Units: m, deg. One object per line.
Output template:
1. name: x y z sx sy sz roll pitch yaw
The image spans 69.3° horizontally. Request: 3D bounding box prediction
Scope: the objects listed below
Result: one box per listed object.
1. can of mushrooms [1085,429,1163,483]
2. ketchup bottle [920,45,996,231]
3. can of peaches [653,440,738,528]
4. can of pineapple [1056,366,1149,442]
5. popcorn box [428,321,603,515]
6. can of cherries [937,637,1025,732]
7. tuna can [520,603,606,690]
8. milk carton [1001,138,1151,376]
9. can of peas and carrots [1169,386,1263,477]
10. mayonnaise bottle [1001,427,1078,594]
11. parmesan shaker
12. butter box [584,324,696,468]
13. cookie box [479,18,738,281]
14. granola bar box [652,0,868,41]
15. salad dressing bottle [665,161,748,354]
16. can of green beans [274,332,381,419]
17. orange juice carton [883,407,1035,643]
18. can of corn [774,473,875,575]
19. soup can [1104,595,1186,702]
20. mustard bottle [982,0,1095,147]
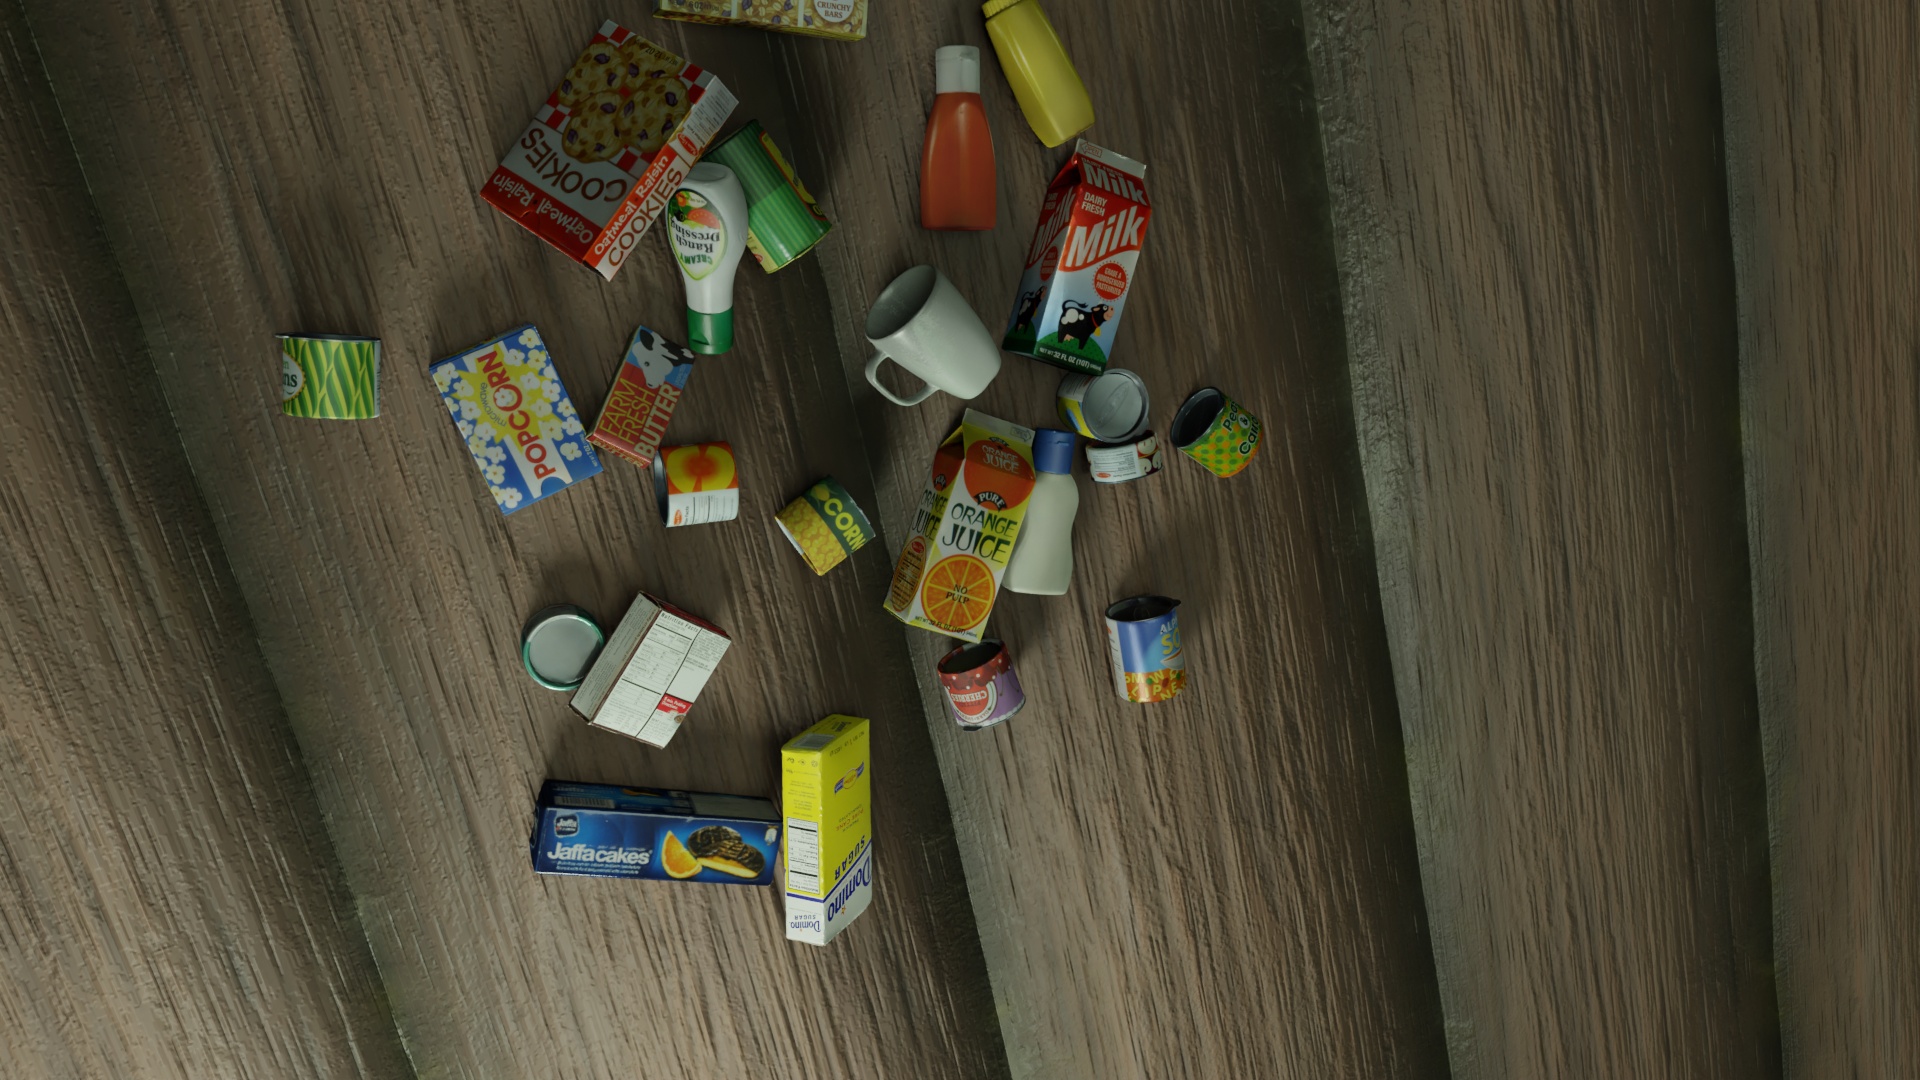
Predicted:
1. can of mushrooms: 0.149 -0.077 1.262 0.071 0.071 0.033 -18 106 -17
2. ketchup bottle: -0.002 -0.336 1.165 0.065 0.043 0.148 -4 102 -21
3. can of peaches: -0.215 -0.048 1.126 0.058 0.071 0.071 -7 103 -19
4. can of pineapple: 0.128 -0.122 1.247 0.071 0.058 0.071 -4 102 -20
5. popcorn box: -0.345 -0.096 1.081 0.085 0.038 0.126 -27 108 -16
6. can of cherries: 0.018 0.129 1.246 0.072 0.071 0.058 -25 108 -15
7. tuna can: -0.321 0.089 1.128 0.071 0.033 0.071 -4 101 -20
8. milk carton: 0.105 -0.245 1.207 0.072 0.073 0.190 15 94 -23
9. can of peas and carrots: 0.239 -0.101 1.288 0.058 0.071 0.071 32 88 -24
10. mayonnaise bottle: 0.076 -0.027 1.256 0.065 0.041 0.148 5 97 -23
11. parmesan shaker: -0.157 -0.273 1.101 0.071 0.071 0.103 -40 111 -10
12. butter box: -0.253 -0.114 1.100 0.053 0.024 0.104 27 66 -24
13. cookie box: -0.263 -0.292 1.033 0.167 0.123 0.040 -55 155 -3
14. granola bar box: -0.153 -0.465 1.084 0.166 0.039 0.124 -1 100 -21
15. salad dressing bottle: -0.197 -0.217 1.084 0.064 0.044 0.146 16 128 15
16. can of green beans: -0.460 -0.121 1.016 0.071 0.071 0.057 1 101 -21
17. orange juice carton: 0.004 -0.015 1.212 0.072 0.073 0.192 18 93 -23
18. can of corn: -0.114 -0.012 1.168 0.058 0.071 0.071 -37 111 -10
19. soup can: 0.177 0.101 1.303 0.071 0.071 0.083 -16 106 -17
20. mustard bottle: 0.058 -0.411 1.164 0.049 0.065 0.160 -31 106 -8
